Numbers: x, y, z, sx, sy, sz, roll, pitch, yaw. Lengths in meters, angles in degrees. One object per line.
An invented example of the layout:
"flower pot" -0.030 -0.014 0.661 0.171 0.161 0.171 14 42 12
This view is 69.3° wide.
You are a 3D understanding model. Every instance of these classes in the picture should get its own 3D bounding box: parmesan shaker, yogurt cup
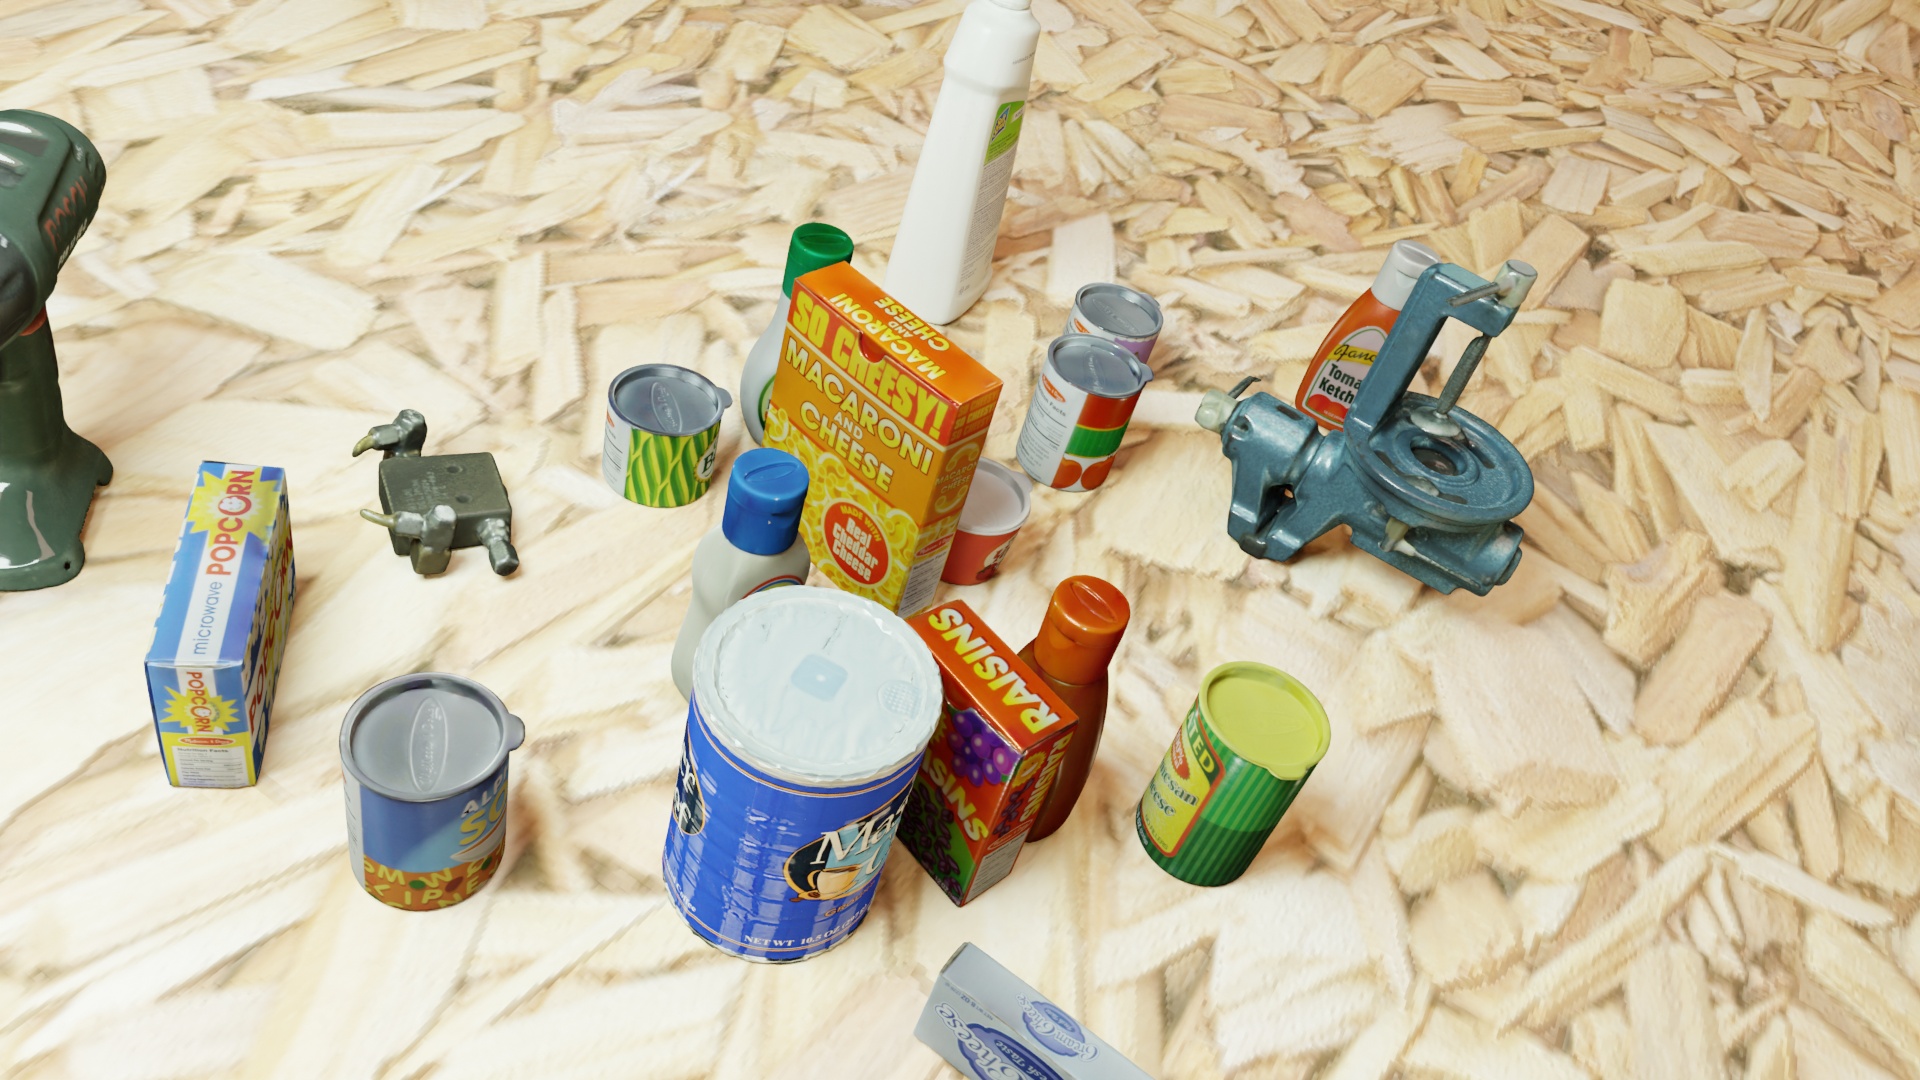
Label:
"parmesan shaker" 0.134 0.120 0.694 0.071 0.102 0.072 10 42 -9
"yogurt cup" 0.003 -0.010 0.827 0.072 0.053 0.073 10 42 -9

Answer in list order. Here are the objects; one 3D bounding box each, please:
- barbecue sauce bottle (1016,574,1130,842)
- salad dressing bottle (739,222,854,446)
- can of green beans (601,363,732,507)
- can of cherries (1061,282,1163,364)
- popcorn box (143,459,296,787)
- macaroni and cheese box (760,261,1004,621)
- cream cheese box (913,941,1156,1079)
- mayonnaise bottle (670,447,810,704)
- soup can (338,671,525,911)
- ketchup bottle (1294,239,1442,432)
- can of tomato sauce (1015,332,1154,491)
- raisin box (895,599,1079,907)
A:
"barbecue sauce bottle" 0.043 0.080 0.671 0.044 0.147 0.065 -23 56 -37
"salad dressing bottle" -0.096 -0.120 0.840 0.064 0.146 0.044 -6 47 -25
"can of green beans" -0.175 -0.061 0.815 0.071 0.057 0.071 10 42 -9
"can of cherries" 0.109 -0.145 1.008 0.071 0.058 0.072 10 42 -9
"popcorn box" -0.333 0.037 0.631 0.038 0.084 0.127 2 44 -18
"macaroni and cheese box" -0.052 -0.049 0.764 0.124 0.165 0.040 40 45 23
"cream cheese box" 0.032 0.220 0.586 0.104 0.053 0.024 33 43 16
"mayonnaise bottle" -0.104 0.021 0.683 0.065 0.147 0.041 -20 53 -35
"soup can" -0.225 0.108 0.593 0.071 0.083 0.072 10 42 -9
"ketchup bottle" 0.300 -0.147 1.010 0.065 0.148 0.044 26 42 9
"can of tomato sauce" 0.080 -0.083 0.911 0.071 0.082 0.071 10 42 -9
"raisin box" -0.001 0.100 0.652 0.040 0.122 0.086 -22 55 -37
